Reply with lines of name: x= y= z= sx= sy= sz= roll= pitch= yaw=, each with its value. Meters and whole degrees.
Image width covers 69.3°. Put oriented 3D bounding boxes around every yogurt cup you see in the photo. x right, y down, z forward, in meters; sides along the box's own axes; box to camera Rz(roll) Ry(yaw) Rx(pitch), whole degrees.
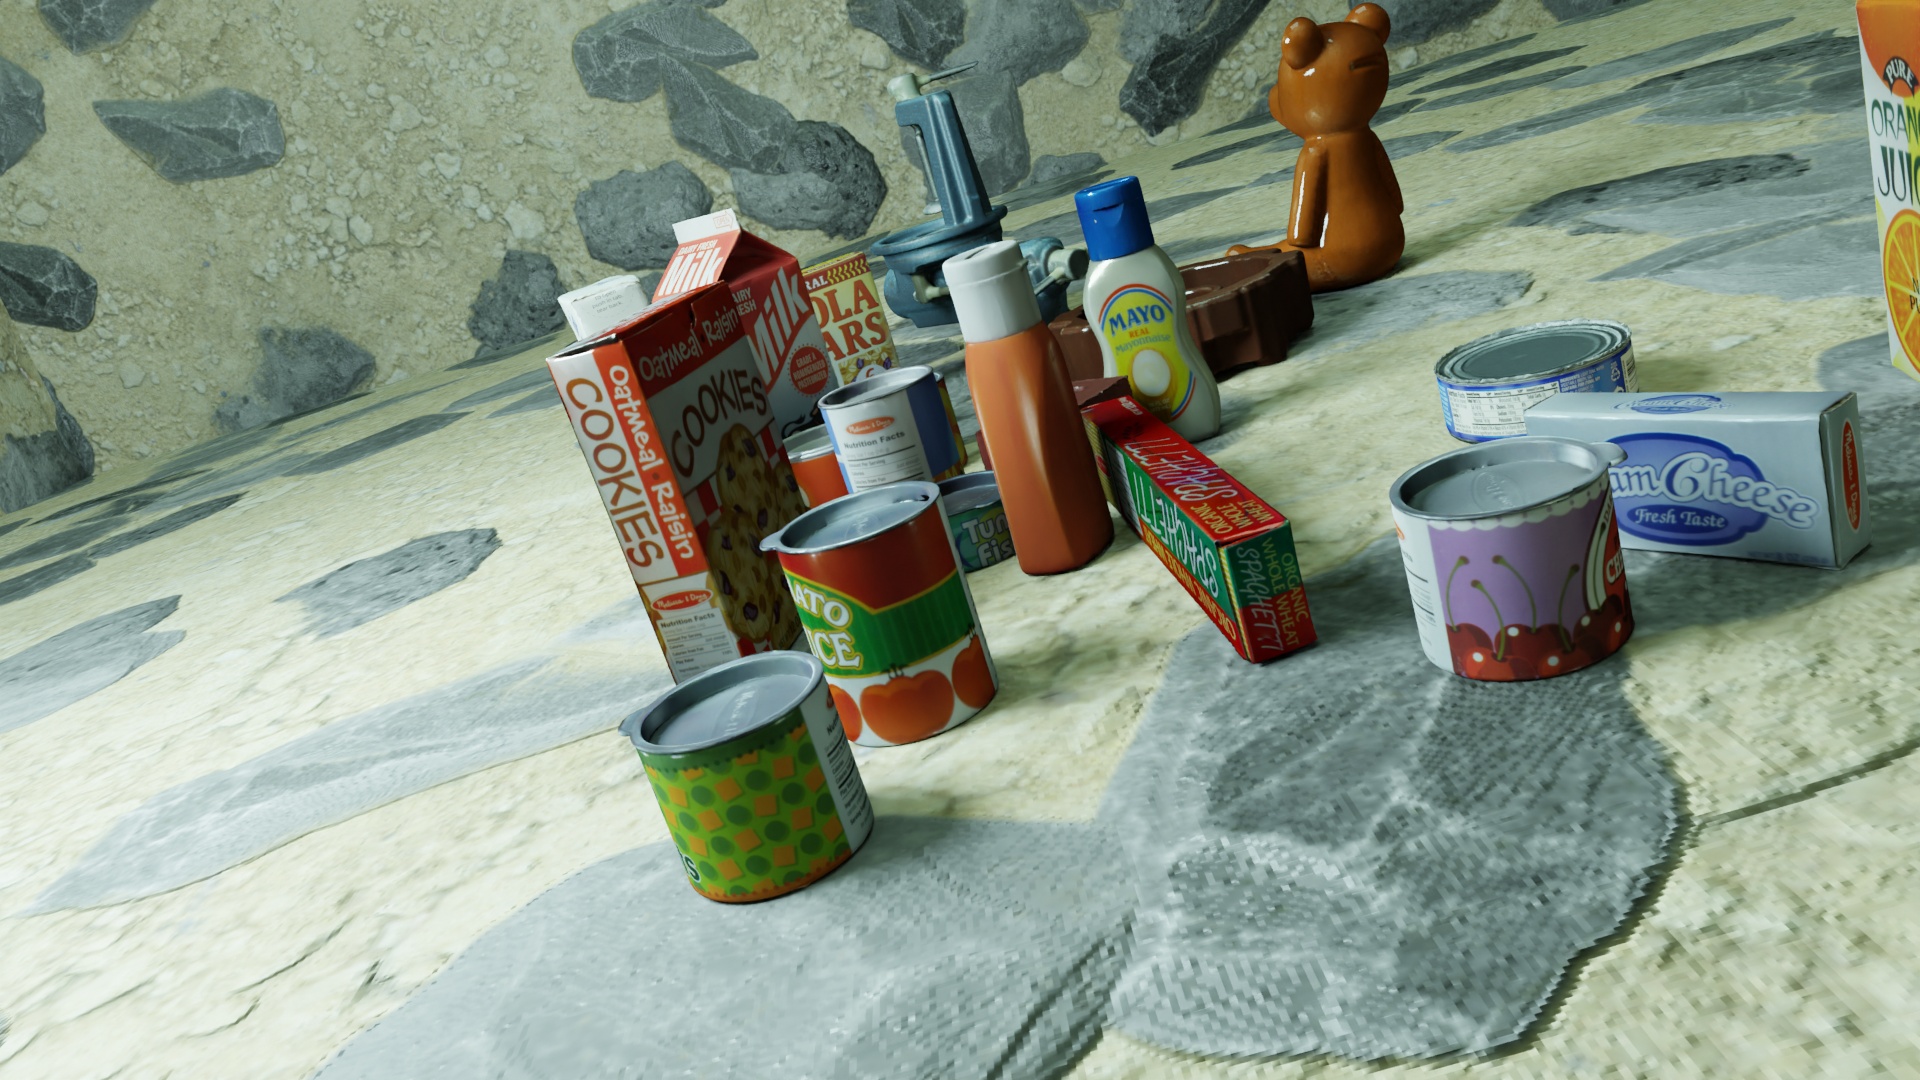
yogurt cup: x=-0.074 y=-0.039 z=0.830 sx=0.072 sy=0.053 sz=0.072 roll=-16 pitch=17 yaw=5

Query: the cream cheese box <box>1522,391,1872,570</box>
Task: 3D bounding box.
cream cheese box: x=0.248 y=-0.023 z=0.474 sx=0.024 sy=0.053 sz=0.104 roll=-28 pitch=20 yaw=-30

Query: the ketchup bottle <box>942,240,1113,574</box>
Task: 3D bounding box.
ketchup bottle: x=0.031 y=-0.062 z=0.642 sx=0.043 sy=0.148 sz=0.065 roll=-9 pitch=19 yaw=25

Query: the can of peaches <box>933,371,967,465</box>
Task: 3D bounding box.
can of peaches: x=-0.036 y=-0.067 z=0.874 sx=0.071 sy=0.058 sz=0.071 roll=-16 pitch=17 yaw=5

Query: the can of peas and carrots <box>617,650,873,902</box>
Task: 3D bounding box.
can of peas and carrots: x=-0.070 y=0.078 z=0.461 sx=0.071 sy=0.058 sz=0.071 roll=-16 pitch=17 yaw=5

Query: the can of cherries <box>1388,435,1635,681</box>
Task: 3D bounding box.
can of cherries: x=0.180 y=0.005 z=0.447 sx=0.071 sy=0.058 sz=0.072 roll=-16 pitch=17 yaw=5

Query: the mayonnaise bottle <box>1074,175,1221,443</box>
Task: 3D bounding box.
mayonnaise bottle: x=0.098 y=-0.124 z=0.767 sx=0.065 sy=0.147 sz=0.041 roll=-13 pitch=18 yaw=15

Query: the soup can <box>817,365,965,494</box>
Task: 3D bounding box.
soup can: x=-0.034 y=-0.048 z=0.770 sx=0.071 sy=0.083 sz=0.071 roll=-16 pitch=17 yaw=5

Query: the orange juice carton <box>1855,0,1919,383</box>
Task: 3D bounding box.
orange juice carton: x=0.384 y=-0.152 z=0.506 sx=0.072 sy=0.192 sz=0.073 roll=-12 pitch=18 yaw=17

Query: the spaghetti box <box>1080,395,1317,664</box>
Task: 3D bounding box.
spaghetti box: x=0.094 y=-0.015 z=0.602 sx=0.029 sy=0.050 sz=0.251 roll=-18 pitch=17 yaw=-1

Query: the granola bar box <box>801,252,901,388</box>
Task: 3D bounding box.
granola bar box: x=-0.131 y=-0.137 z=1.066 sx=0.166 sy=0.124 sz=0.039 roll=-26 pitch=19 yaw=-26

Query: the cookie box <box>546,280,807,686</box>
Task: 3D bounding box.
cookie box: x=-0.117 y=-0.026 z=0.642 sx=0.040 sy=0.167 sz=0.123 roll=-13 pitch=18 yaw=16

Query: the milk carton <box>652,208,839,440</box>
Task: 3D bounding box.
milk carton: x=-0.136 y=-0.118 z=0.903 sx=0.072 sy=0.190 sz=0.074 roll=1 pitch=25 yaw=46

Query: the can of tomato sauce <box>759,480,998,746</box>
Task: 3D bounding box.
can of tomato sauce: x=-0.030 y=0.028 z=0.534 sx=0.071 sy=0.083 sz=0.071 roll=-16 pitch=17 yaw=5

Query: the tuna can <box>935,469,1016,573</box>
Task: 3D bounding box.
tuna can: x=0.002 y=-0.009 z=0.700 sx=0.071 sy=0.032 sz=0.071 roll=-16 pitch=17 yaw=5
